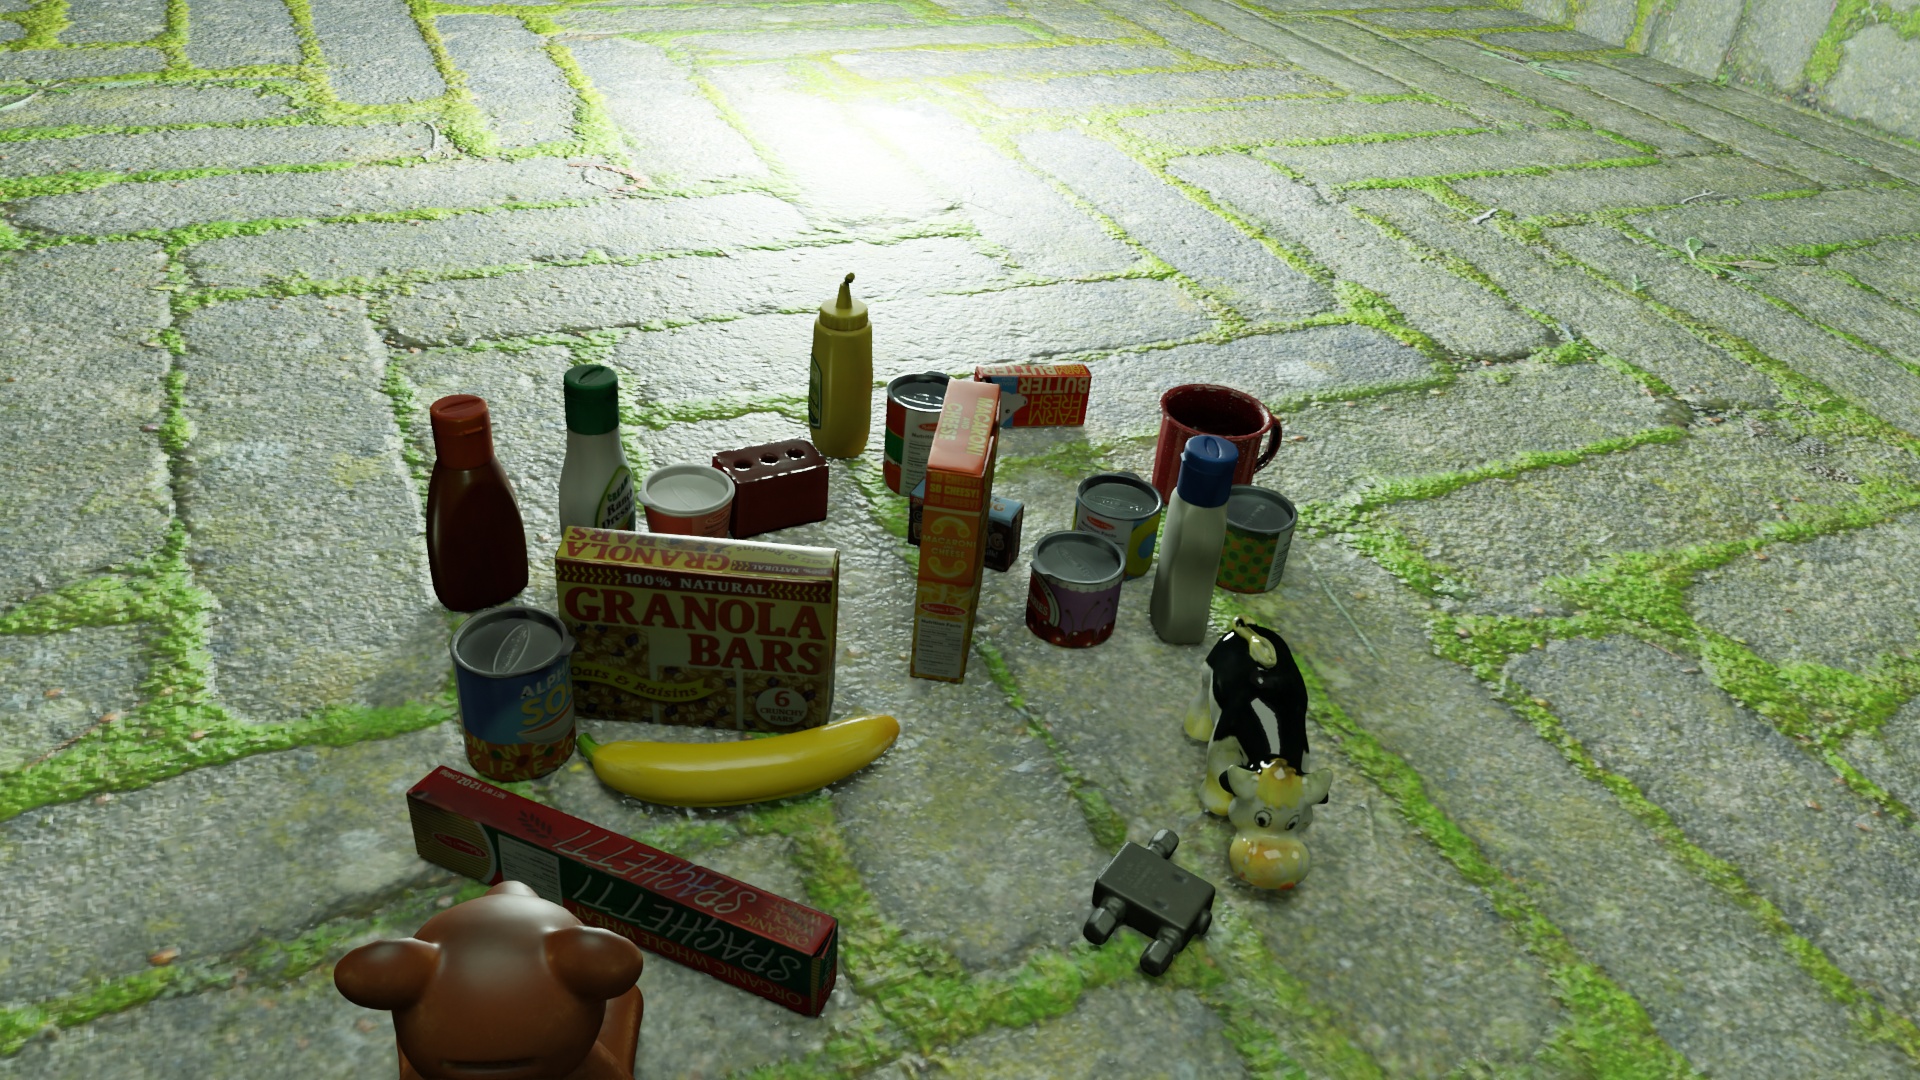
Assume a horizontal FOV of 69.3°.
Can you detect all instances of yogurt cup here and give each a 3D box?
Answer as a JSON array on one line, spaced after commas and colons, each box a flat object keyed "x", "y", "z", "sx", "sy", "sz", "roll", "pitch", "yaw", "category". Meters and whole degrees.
[{"x": -0.201, "y": -0.017, "z": 1.025, "sx": 0.072, "sy": 0.053, "sz": 0.073, "roll": 4, "pitch": 34, "yaw": -3, "category": "yogurt cup"}]

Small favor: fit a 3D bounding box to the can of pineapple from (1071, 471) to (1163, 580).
[{"x": 0.119, "y": -0.011, "z": 1.062, "sx": 0.071, "sy": 0.057, "sz": 0.071, "roll": 4, "pitch": 34, "yaw": -3, "category": "can of pineapple"}]

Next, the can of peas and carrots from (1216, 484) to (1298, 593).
[{"x": 0.217, "y": -0.002, "z": 1.062, "sx": 0.071, "sy": 0.058, "sz": 0.071, "roll": 4, "pitch": 34, "yaw": -3, "category": "can of peas and carrots"}]

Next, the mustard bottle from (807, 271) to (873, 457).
[{"x": -0.098, "y": -0.147, "z": 1.139, "sx": 0.049, "sy": 0.159, "sz": 0.065, "roll": -7, "pitch": 36, "yaw": -18, "category": "mustard bottle"}]

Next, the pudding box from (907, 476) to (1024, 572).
[{"x": 0.004, "y": -0.013, "z": 1.054, "sx": 0.084, "sy": 0.049, "sz": 0.030, "roll": 17, "pitch": 35, "yaw": 15, "category": "pudding box"}]

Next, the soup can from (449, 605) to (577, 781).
[{"x": -0.262, "y": 0.092, "z": 0.827, "sx": 0.071, "sy": 0.083, "sz": 0.072, "roll": 4, "pitch": 34, "yaw": -3, "category": "soup can"}]

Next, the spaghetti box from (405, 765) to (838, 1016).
[{"x": -0.180, "y": 0.183, "z": 0.734, "sx": 0.250, "sy": 0.050, "sz": 0.029, "roll": 17, "pitch": 35, "yaw": 15, "category": "spaghetti box"}]

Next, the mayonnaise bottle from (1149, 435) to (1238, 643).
[{"x": 0.164, "y": -0.002, "z": 0.974, "sx": 0.041, "sy": 0.147, "sz": 0.065, "roll": 4, "pitch": 34, "yaw": -3, "category": "mayonnaise bottle"}]

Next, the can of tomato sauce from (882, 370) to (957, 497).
[{"x": -0.029, "y": -0.086, "z": 1.127, "sx": 0.071, "sy": 0.082, "sz": 0.071, "roll": 4, "pitch": 34, "yaw": -3, "category": "can of tomato sauce"}]

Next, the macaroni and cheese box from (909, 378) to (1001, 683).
[{"x": -0.002, "y": -0.007, "z": 0.940, "sx": 0.040, "sy": 0.165, "sz": 0.124, "roll": 8, "pitch": 34, "yaw": 3, "category": "macaroni and cheese box"}]

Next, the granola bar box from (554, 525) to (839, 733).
[{"x": -0.160, "y": 0.058, "z": 0.857, "sx": 0.166, "sy": 0.123, "sz": 0.039, "roll": 5, "pitch": 34, "yaw": -2, "category": "granola bar box"}]

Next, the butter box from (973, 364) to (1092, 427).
[{"x": 0.062, "y": -0.128, "z": 1.230, "sx": 0.104, "sy": 0.052, "sz": 0.024, "roll": -3, "pitch": 35, "yaw": -13, "category": "butter box"}]

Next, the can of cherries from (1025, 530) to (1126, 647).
[{"x": 0.079, "y": 0.035, "z": 0.987, "sx": 0.071, "sy": 0.058, "sz": 0.072, "roll": 4, "pitch": 34, "yaw": -3, "category": "can of cherries"}]

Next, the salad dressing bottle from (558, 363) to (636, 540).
[{"x": -0.258, "y": -0.052, "z": 0.984, "sx": 0.044, "sy": 0.146, "sz": 0.064, "roll": 16, "pitch": 35, "yaw": 15, "category": "salad dressing bottle"}]

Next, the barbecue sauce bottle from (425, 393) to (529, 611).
[{"x": -0.328, "y": -0.025, "z": 0.933, "sx": 0.065, "sy": 0.147, "sz": 0.044, "roll": -22, "pitch": 43, "yaw": -35, "category": "barbecue sauce bottle"}]
